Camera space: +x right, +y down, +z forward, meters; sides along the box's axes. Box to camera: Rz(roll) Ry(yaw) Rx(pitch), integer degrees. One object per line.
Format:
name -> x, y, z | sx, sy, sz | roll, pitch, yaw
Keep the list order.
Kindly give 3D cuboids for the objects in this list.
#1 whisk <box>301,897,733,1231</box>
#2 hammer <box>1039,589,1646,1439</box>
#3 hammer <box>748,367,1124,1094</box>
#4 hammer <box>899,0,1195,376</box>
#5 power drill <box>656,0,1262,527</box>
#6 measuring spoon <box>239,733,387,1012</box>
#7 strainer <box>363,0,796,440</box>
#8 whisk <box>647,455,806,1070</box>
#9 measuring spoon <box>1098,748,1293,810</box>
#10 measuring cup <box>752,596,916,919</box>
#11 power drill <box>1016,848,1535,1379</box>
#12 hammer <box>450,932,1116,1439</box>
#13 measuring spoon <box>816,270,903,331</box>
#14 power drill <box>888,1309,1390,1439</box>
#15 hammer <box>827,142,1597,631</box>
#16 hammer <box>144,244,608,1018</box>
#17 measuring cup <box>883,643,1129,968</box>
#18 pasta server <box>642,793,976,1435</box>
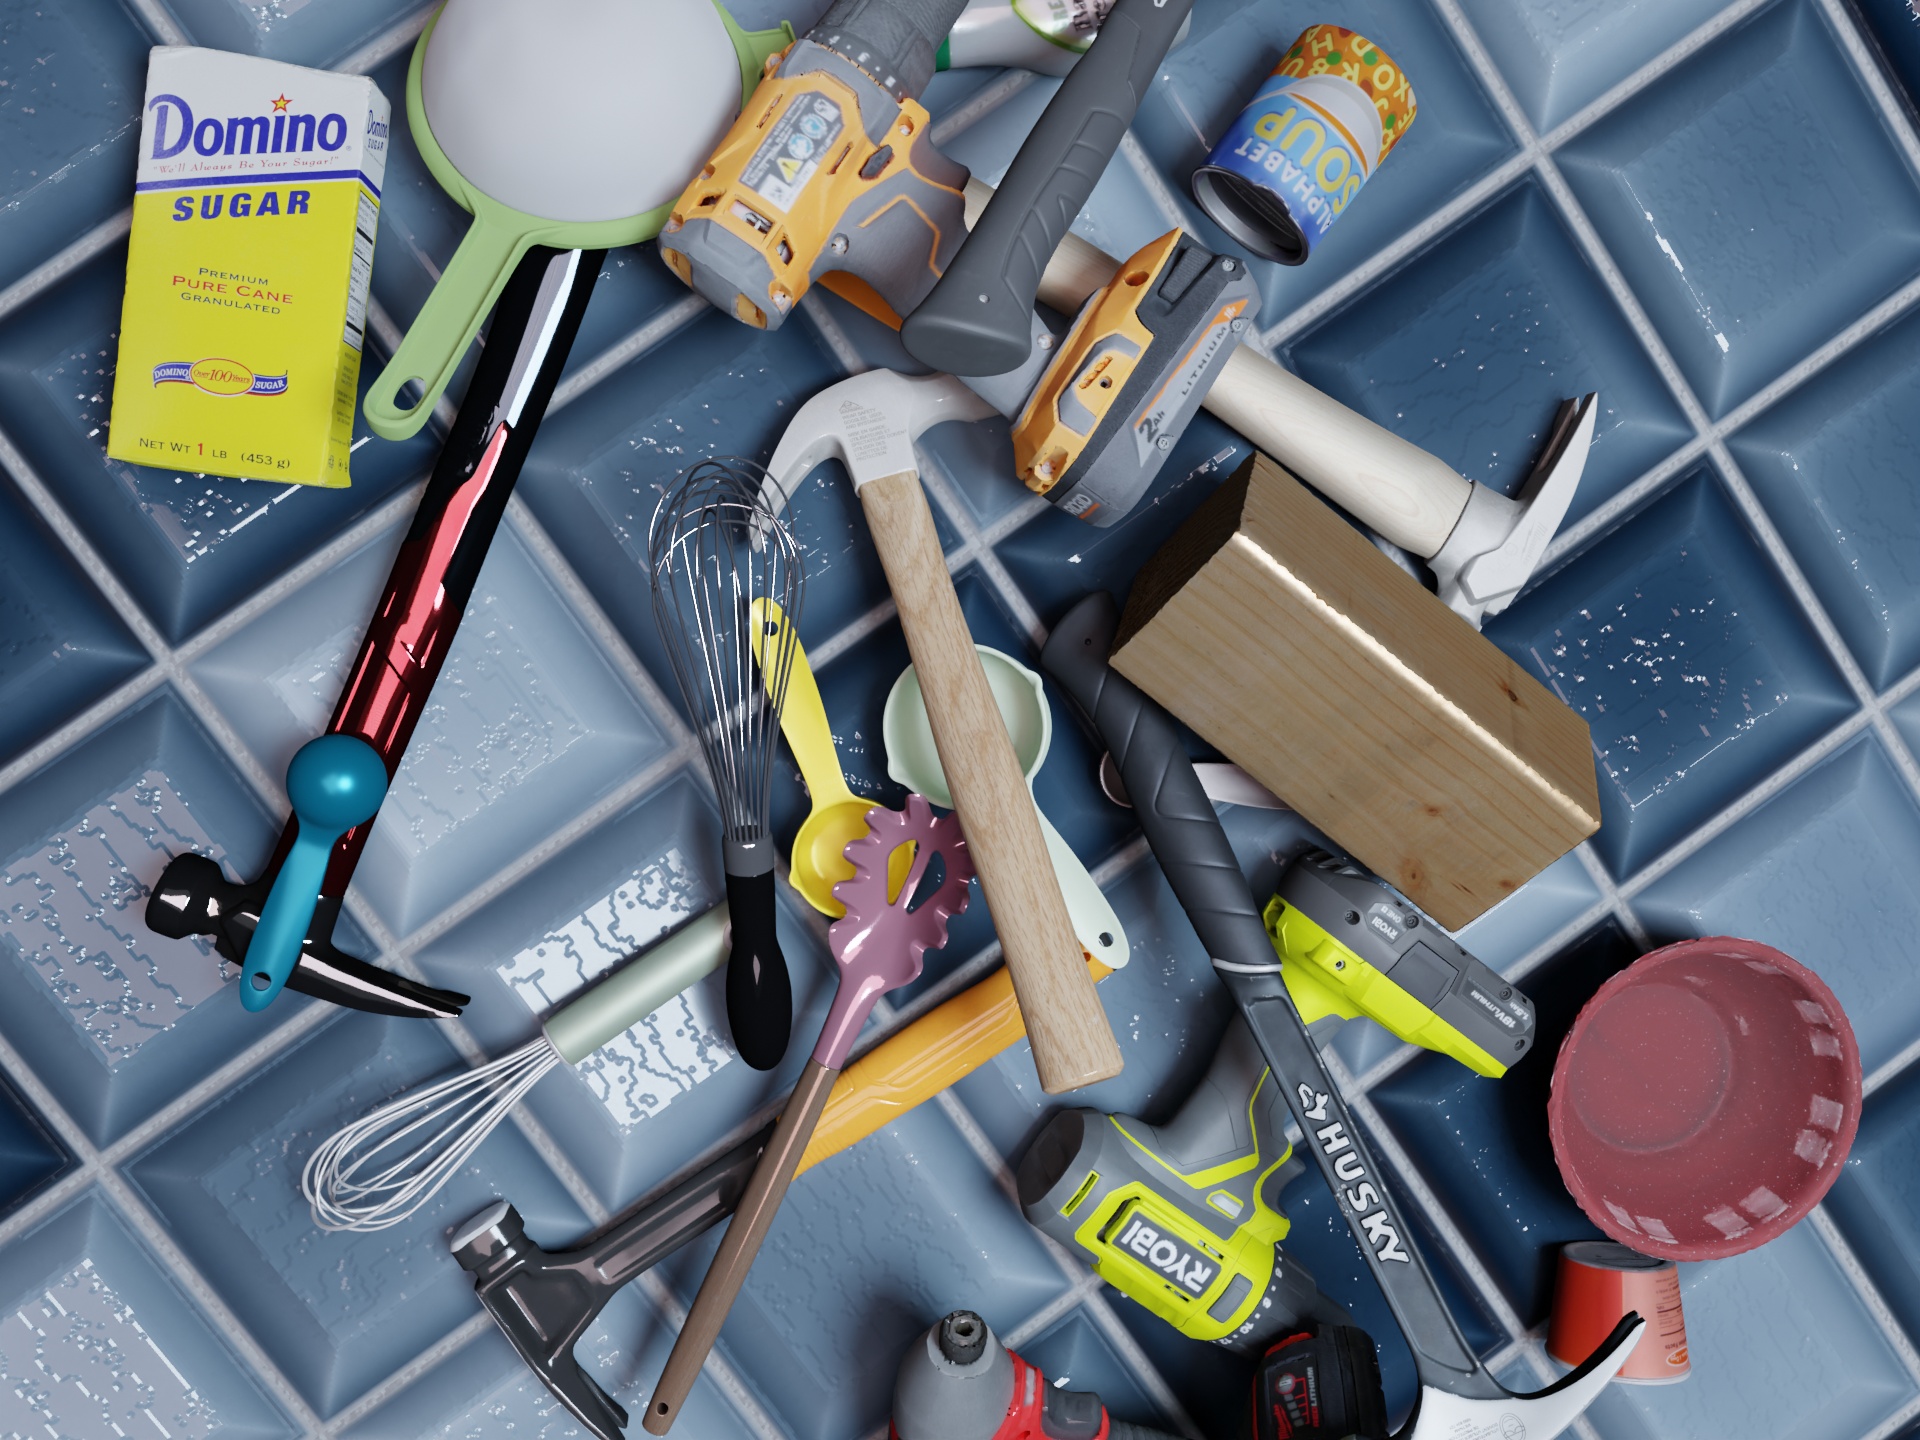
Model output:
whisk -> -0.192, 0.154, 0.733 | 0.246, 0.059, 0.057 | -34, 122, -7
hammer -> 0.138, 0.123, 0.693 | 0.149, 0.036, 0.409 | -27, 73, 7
hammer -> -0.001, -0.002, 0.691 | 0.130, 0.031, 0.331 | -17, 75, -5
hammer -> 0.059, -0.266, 0.635 | 0.146, 0.035, 0.335 | 31, 65, -7
power drill -> 0.013, -0.211, 0.672 | 0.226, 0.084, 0.185 | 33, 84, -5
measuring spoon -> -0.286, 0.068, 0.686 | 0.042, 0.021, 0.128 | 21, 91, -10
strainer -> -0.179, -0.233, 0.646 | 0.151, 0.069, 0.256 | 23, 72, 1
whisk -> -0.094, 0.027, 0.692 | 0.070, 0.070, 0.284 | -4, 110, -6
measuring spoon -> 0.124, 0.029, 0.776 | 0.124, 0.018, 0.034 | 7, 92, -14
measuring cup -> -0.067, 0.017, 0.745 | 0.062, 0.029, 0.156 | -19, 94, -5
power drill -> 0.164, 0.196, 0.762 | 0.190, 0.080, 0.228 | 37, 92, -12
hammer -> -0.066, 0.202, 0.756 | 0.337, 0.034, 0.127 | -34, 97, -3
measuring spoon -> -0.032, -0.188, 0.726 | 0.117, 0.011, 0.021 | 28, 75, 5
power drill -> 0.077, 0.327, 0.729 | 0.219, 0.079, 0.143 | 5, 126, 2
hammer -> 0.102, -0.185, 0.742 | 0.410, 0.038, 0.146 | 30, 89, -8
hammer -> -0.222, -0.058, 0.714 | 0.143, 0.038, 0.386 | 23, 92, -9
measuring cup -> 0.030, 0.040, 0.735 | 0.083, 0.038, 0.167 | -34, 86, 10
pasta server -> -0.074, 0.180, 0.718 | 0.060, 0.040, 0.316 | 25, 90, 7
